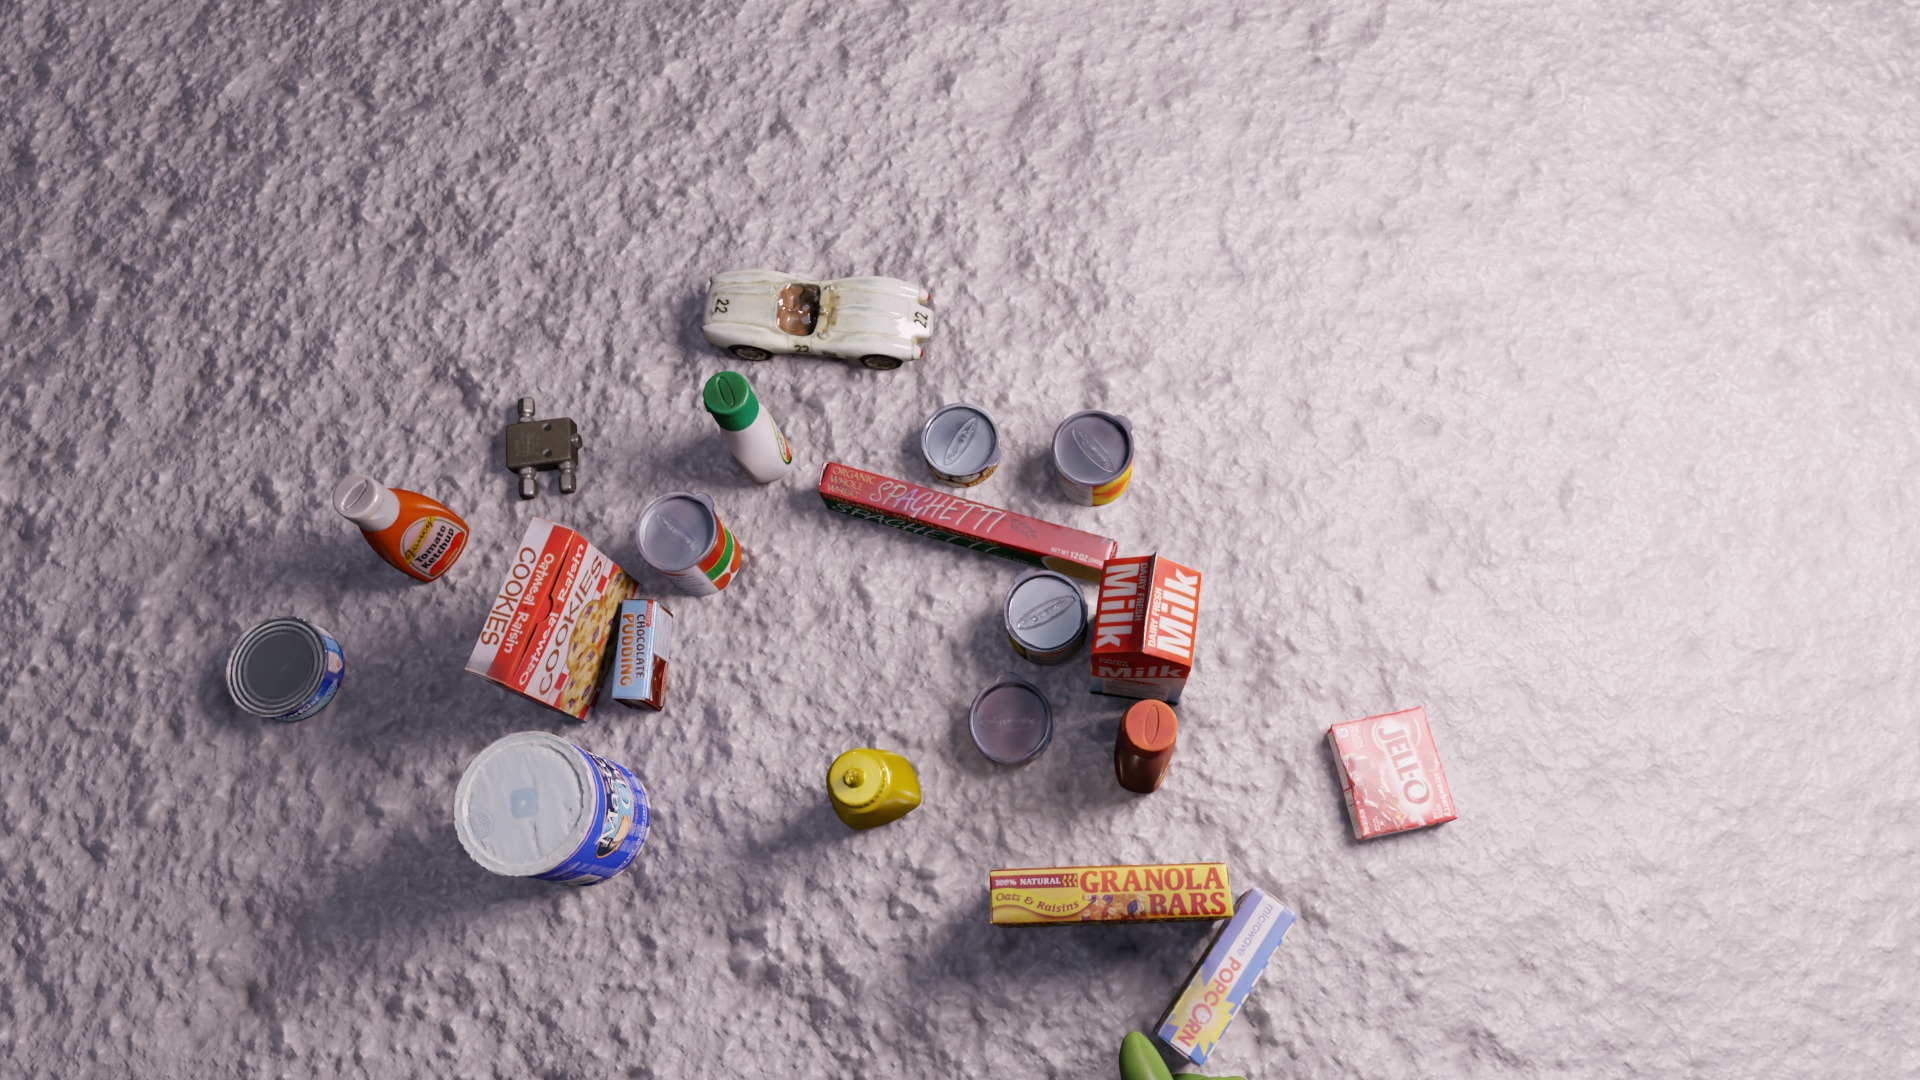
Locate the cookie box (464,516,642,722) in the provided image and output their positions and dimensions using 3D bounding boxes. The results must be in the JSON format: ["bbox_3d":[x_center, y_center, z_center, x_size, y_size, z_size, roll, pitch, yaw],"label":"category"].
[{"bbox_3d":[-0.309,0.066,1.078,0.040,0.167,0.123,17,75,10],"label":"cookie box"}]

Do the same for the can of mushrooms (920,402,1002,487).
[{"bbox_3d":[0.003,-0.079,1.166,0.071,0.033,0.071,-1,73,5],"label":"can of mushrooms"}]

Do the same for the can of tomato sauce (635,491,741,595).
[{"bbox_3d":[-0.219,0.002,1.135,0.071,0.083,0.071,-1,73,5],"label":"can of tomato sauce"}]

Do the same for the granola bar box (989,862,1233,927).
[{"bbox_3d":[0.107,0.257,1.006,0.165,0.124,0.039,-3,73,4],"label":"granola bar box"}]

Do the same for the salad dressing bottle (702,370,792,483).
[{"bbox_3d":[-0.173,-0.092,1.126,0.044,0.147,0.064,-23,73,-2],"label":"salad dressing bottle"}]

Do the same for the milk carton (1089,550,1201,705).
[{"bbox_3d":[0.136,0.067,1.028,0.073,0.190,0.072,7,74,7],"label":"milk carton"}]

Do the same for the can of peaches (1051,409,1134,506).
[{"bbox_3d":[0.111,-0.068,1.141,0.071,0.058,0.071,-1,73,5],"label":"can of peaches"}]

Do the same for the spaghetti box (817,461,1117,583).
[{"bbox_3d":[0.004,-0.014,1.138,0.250,0.050,0.029,15,75,9],"label":"spaghetti box"}]

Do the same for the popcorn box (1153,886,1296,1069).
[{"bbox_3d":[0.190,0.313,1.001,0.038,0.085,0.127,34,79,14],"label":"popcorn box"}]

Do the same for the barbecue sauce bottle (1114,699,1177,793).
[{"bbox_3d":[0.137,0.148,1.024,0.044,0.148,0.065,9,74,8],"label":"barbecue sauce bottle"}]

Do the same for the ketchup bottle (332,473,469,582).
[{"bbox_3d":[-0.455,-0.014,1.126,0.043,0.148,0.065,31,78,13],"label":"ketchup bottle"}]

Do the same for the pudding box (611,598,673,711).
[{"bbox_3d":[-0.257,0.093,1.127,0.030,0.049,0.084,1,73,5],"label":"pudding box"}]

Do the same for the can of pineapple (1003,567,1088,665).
[{"bbox_3d":[0.068,0.061,1.105,0.071,0.057,0.071,-1,73,5],"label":"can of pineapple"}]

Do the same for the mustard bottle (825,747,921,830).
[{"bbox_3d":[-0.068,0.181,1.026,0.065,0.160,0.049,-23,73,-2],"label":"mustard bottle"}]

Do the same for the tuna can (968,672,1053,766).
[{"bbox_3d":[0.040,0.142,1.095,0.071,0.032,0.071,-1,73,5],"label":"tuna can"}]
